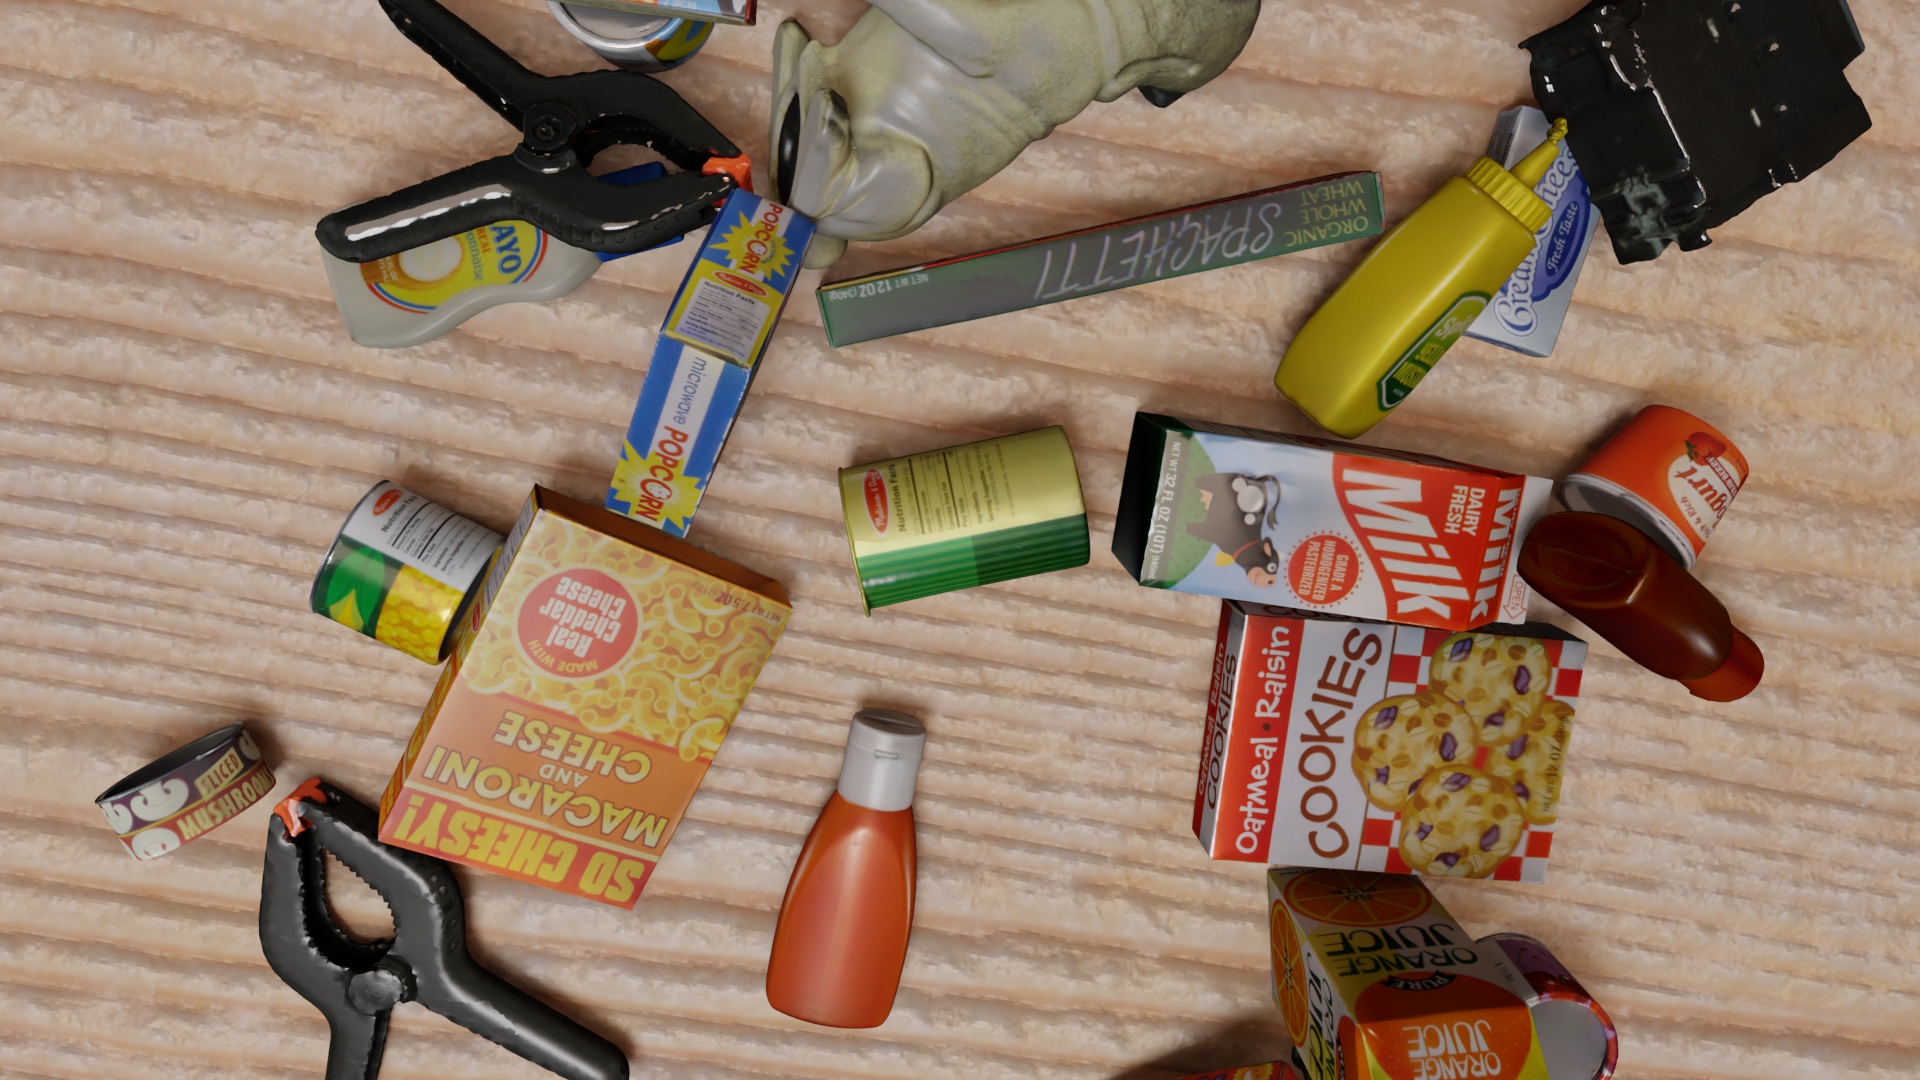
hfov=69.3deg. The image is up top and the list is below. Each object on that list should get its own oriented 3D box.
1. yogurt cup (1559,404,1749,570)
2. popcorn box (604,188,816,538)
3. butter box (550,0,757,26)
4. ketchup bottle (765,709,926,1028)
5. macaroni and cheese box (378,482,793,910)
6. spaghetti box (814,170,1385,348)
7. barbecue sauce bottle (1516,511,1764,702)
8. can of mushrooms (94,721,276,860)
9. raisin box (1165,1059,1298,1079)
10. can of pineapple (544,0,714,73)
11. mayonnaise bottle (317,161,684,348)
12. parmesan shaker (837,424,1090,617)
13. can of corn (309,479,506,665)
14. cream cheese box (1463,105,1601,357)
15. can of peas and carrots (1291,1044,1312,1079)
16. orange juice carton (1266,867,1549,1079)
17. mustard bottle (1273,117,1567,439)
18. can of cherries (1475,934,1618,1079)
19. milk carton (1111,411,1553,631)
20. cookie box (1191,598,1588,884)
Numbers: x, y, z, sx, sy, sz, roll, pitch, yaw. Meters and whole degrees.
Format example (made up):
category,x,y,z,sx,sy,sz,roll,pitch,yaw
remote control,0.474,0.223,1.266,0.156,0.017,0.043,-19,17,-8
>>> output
category,x,y,z,sx,sy,sz,roll,pitch,yaw
yogurt cup,0.323,-0.026,0.643,0.072,0.072,0.054,41,88,-9
popcorn box,-0.104,-0.070,0.570,0.038,0.085,0.126,23,143,-10
butter box,-0.130,-0.234,0.539,0.103,0.024,0.053,7,100,-4
ketchup bottle,-0.049,0.157,0.666,0.065,0.043,0.148,12,99,-6
macaroni and cheese box,-0.170,0.074,0.631,0.123,0.040,0.166,25,100,-25
spaghetti box,0.061,-0.126,0.617,0.250,0.050,0.028,-12,103,-1
barbecue sauce bottle,0.319,0.035,0.635,0.148,0.065,0.043,27,89,-34
can of mushrooms,-0.349,0.113,0.630,0.071,0.071,0.033,-24,102,2
raisin box,0.123,0.307,0.678,0.123,0.040,0.086,-25,102,34
can of pineapple,-0.137,-0.236,0.582,0.071,0.058,0.071,-1,100,-3
mayonnaise bottle,-0.197,-0.130,0.607,0.148,0.041,0.064,-15,96,-1
parmesan shaker,0.002,-0.008,0.626,0.103,0.071,0.071,-11,101,-1
can of corn,-0.245,0.017,0.620,0.058,0.071,0.071,27,98,-8
cream cheese box,0.260,-0.141,0.637,0.053,0.024,0.103,15,99,-4
can of peas and carrots,0.209,0.273,0.694,0.071,0.059,0.070,-1,100,-3
orange juice carton,0.194,0.215,0.614,0.072,0.193,0.073,-5,100,-1
mustard bottle,0.207,-0.116,0.604,0.049,0.065,0.159,49,113,24
can of cherries,0.284,0.241,0.692,0.071,0.058,0.071,0,100,-2
milk carton,0.172,-0.007,0.632,0.191,0.073,0.072,7,100,-5
cookie box,0.204,0.096,0.671,0.167,0.040,0.122,5,100,-5
